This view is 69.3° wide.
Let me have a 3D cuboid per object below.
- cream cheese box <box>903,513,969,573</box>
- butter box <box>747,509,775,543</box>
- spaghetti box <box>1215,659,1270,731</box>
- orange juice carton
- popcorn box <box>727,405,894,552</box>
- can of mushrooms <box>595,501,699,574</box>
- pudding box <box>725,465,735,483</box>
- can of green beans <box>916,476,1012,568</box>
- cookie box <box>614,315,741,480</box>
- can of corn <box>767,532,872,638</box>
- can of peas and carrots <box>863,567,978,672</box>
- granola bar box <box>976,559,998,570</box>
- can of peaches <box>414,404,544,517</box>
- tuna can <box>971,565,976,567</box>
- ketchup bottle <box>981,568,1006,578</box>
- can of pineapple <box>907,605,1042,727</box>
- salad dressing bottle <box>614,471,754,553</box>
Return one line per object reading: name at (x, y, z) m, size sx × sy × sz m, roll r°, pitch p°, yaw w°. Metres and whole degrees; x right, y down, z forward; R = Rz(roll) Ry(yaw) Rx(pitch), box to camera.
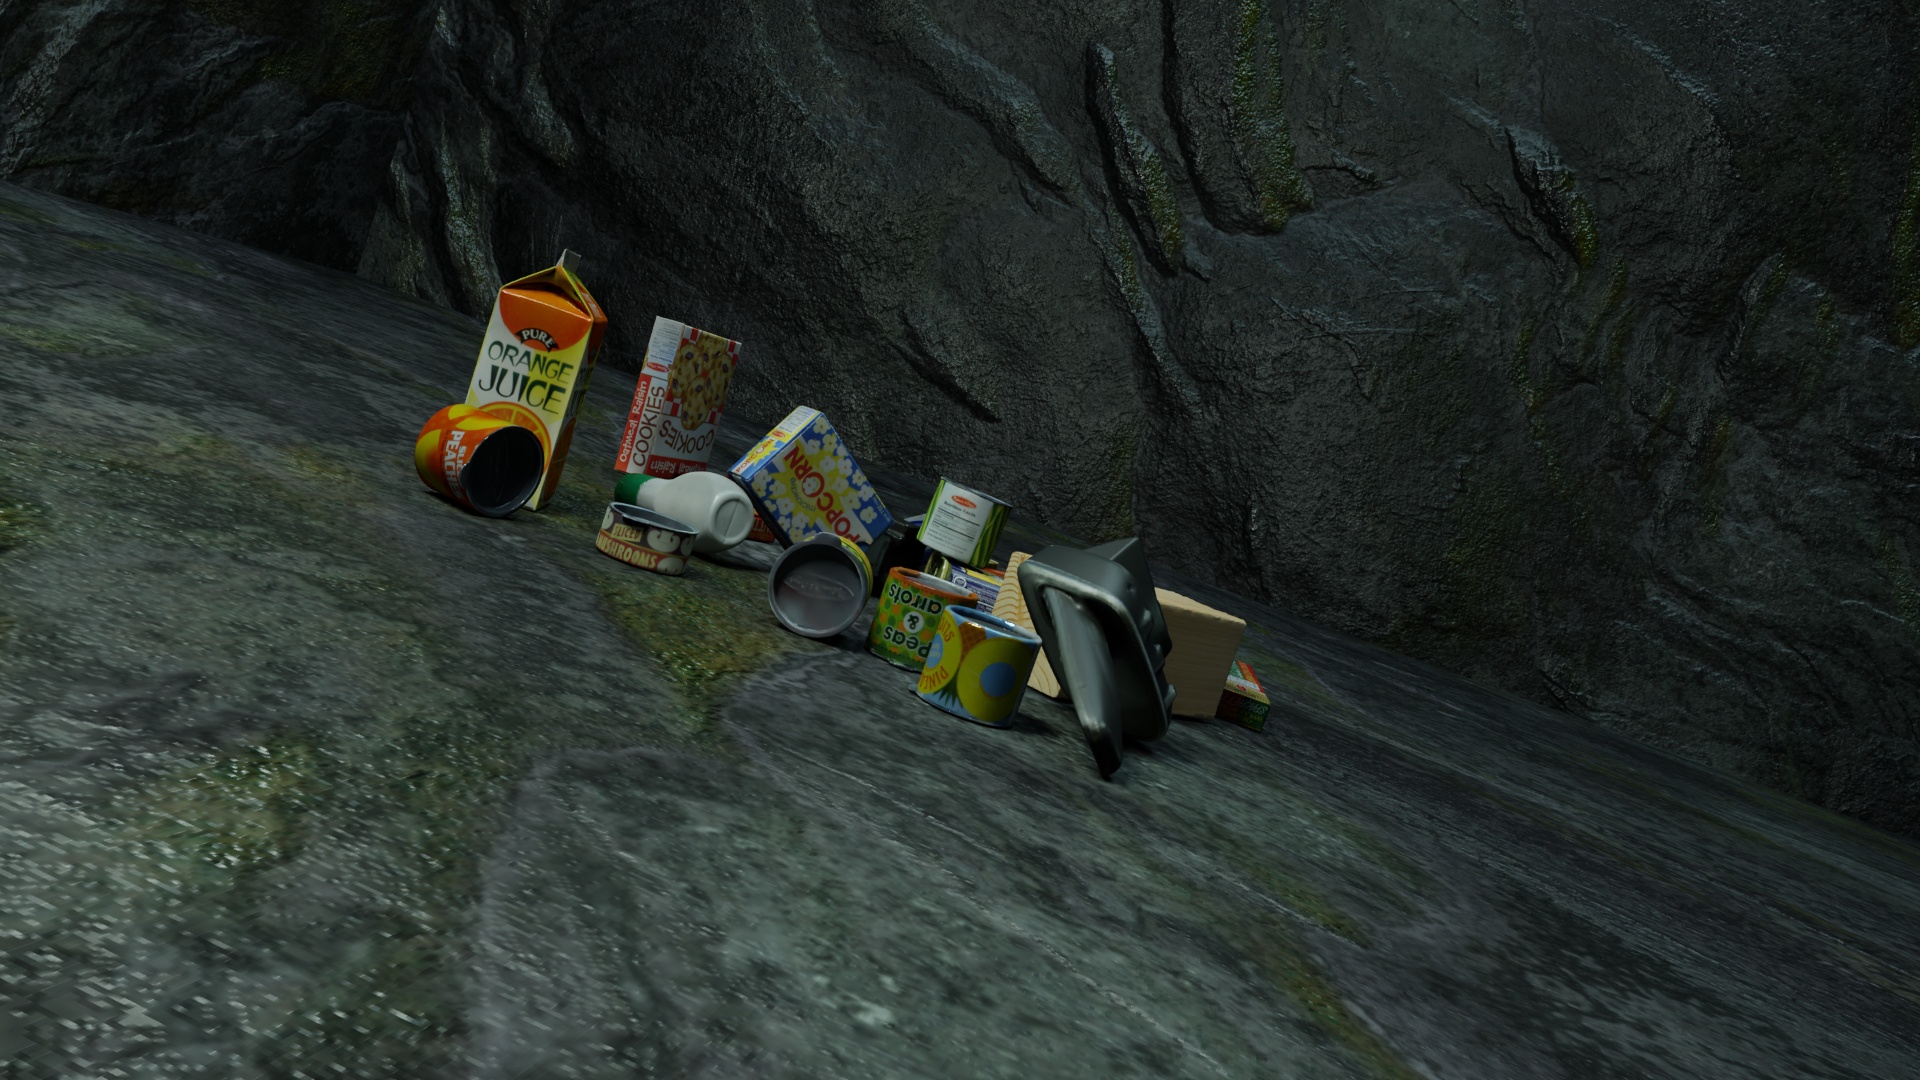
cream cheese box at (-0.038, 0.005, 1.251) m, size 0.103 × 0.053 × 0.024 m, roll -14°, pitch -9°, yaw 27°
butter box at (-0.223, -0.027, 1.314) m, size 0.103 × 0.024 × 0.053 m, roll 23°, pitch 5°, yaw 38°
spaghetti box at (0.257, 0.139, 1.318) m, size 0.050 × 0.028 × 0.250 m, roll 20°, pitch 5°, yaw 6°
orange juice carton at (-0.322, -0.127, 1.052) m, size 0.073 × 0.192 × 0.072 m, roll 18°, pitch 5°, yaw -7°
popcorn box at (-0.121, -0.036, 1.141) m, size 0.038 × 0.085 × 0.126 m, roll 20°, pitch -31°, yaw 51°
can of mushrooms at (-0.223, -0.002, 0.985) m, size 0.071 × 0.033 × 0.071 m, roll 20°, pitch 5°, yaw -2°
pudding box at (-0.198, -0.038, 1.388) m, size 0.084 × 0.049 × 0.030 m, roll 19°, pitch 3°, yaw -11°
can of green beans at (0.003, -0.015, 1.179) m, size 0.071 × 0.057 × 0.071 m, roll 23°, pitch 4°, yaw -2°
cookie box at (-0.300, -0.144, 1.485) m, size 0.040 × 0.167 × 0.123 m, roll 18°, pitch 4°, yaw 18°
can of corn at (-0.094, 0.027, 0.948) m, size 0.071 × 0.071 × 0.058 m, roll 19°, pitch 4°, yaw -1°
can of peas and carrots at (-0.027, 0.056, 0.961) m, size 0.071 × 0.058 × 0.071 m, roll 19°, pitch 4°, yaw -1°
granola bar box at (-0.046, 0.018, 1.417) m, size 0.124 × 0.039 × 0.165 m, roll 22°, pitch 6°, yaw 19°
can of peaches at (-0.336, -0.056, 0.964) m, size 0.058 × 0.071 × 0.071 m, roll 22°, pitch 5°, yaw 29°
tuna can at (-0.023, 0.023, 1.276) m, size 0.071 × 0.071 × 0.033 m, roll 22°, pitch 5°, yaw 29°
ketchup bottle at (0.041, 0.051, 1.357) m, size 0.065 × 0.043 × 0.149 m, roll 22°, pitch 6°, yaw 37°
can of pineapple at (0.010, 0.078, 0.870) m, size 0.071 × 0.058 × 0.071 m, roll 19°, pitch 5°, yaw -2°
salad dressing bottle at (-0.228, -0.028, 1.127) m, size 0.147 × 0.064 × 0.044 m, roll 14°, pitch -7°, yaw 44°
